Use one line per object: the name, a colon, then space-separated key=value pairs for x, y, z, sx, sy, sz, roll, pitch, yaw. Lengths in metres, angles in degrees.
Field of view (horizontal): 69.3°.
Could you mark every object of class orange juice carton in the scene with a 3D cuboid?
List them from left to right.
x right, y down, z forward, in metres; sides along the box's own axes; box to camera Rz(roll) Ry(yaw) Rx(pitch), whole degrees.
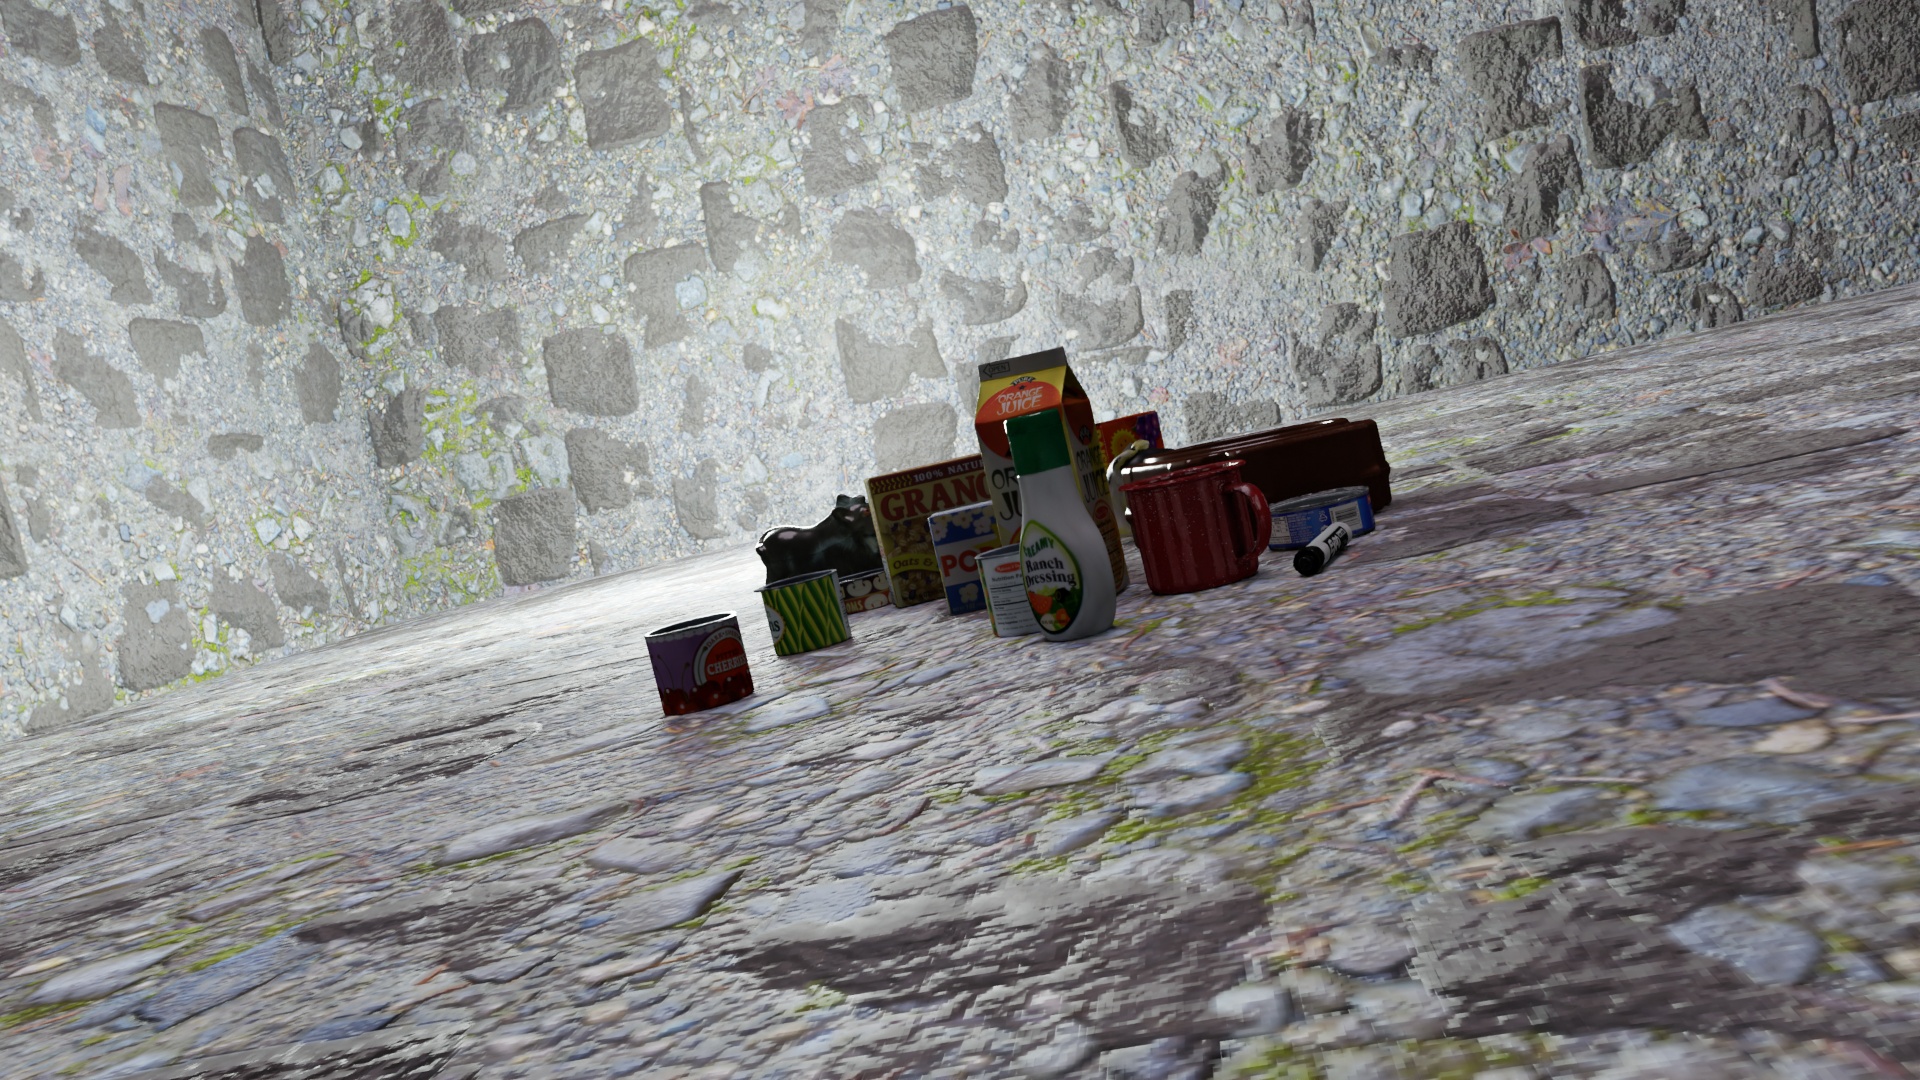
orange juice carton: x=0.066 y=-0.046 z=1.049 sx=0.072 sy=0.192 sz=0.073 roll=-11 pitch=4 yaw=23

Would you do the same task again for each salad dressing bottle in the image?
salad dressing bottle: x=0.062 y=-0.010 z=0.902 sx=0.044 sy=0.147 sz=0.064 roll=-16 pitch=5 yaw=-41

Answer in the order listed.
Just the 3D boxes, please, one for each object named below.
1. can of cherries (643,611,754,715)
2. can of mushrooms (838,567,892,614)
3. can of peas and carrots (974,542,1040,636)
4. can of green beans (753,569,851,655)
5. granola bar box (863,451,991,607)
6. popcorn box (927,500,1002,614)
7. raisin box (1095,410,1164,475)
can of cherries: x=-0.181 y=0.086 z=0.975 sx=0.071 sy=0.058 sz=0.071 roll=-13 pitch=4 yaw=1
can of mushrooms: x=-0.097 y=0.050 z=1.351 sx=0.071 sy=0.033 sz=0.071 roll=-13 pitch=4 yaw=1
can of peas and carrots: x=0.050 y=0.032 z=0.984 sx=0.071 sy=0.058 sz=0.071 roll=-13 pitch=4 yaw=1
can of green beans: x=-0.129 y=0.060 z=1.155 sx=0.071 sy=0.057 sz=0.071 roll=-13 pitch=4 yaw=1
granola bar box: x=0.005 y=-0.016 z=1.300 sx=0.166 sy=0.124 sz=0.039 roll=-14 pitch=4 yaw=-9
popcorn box: x=0.044 y=0.006 z=1.149 sx=0.127 sy=0.085 sz=0.038 roll=-13 pitch=4 yaw=6
raisin box: x=0.182 y=-0.072 z=1.492 sx=0.086 sy=0.123 sz=0.040 roll=-16 pitch=5 yaw=-35
